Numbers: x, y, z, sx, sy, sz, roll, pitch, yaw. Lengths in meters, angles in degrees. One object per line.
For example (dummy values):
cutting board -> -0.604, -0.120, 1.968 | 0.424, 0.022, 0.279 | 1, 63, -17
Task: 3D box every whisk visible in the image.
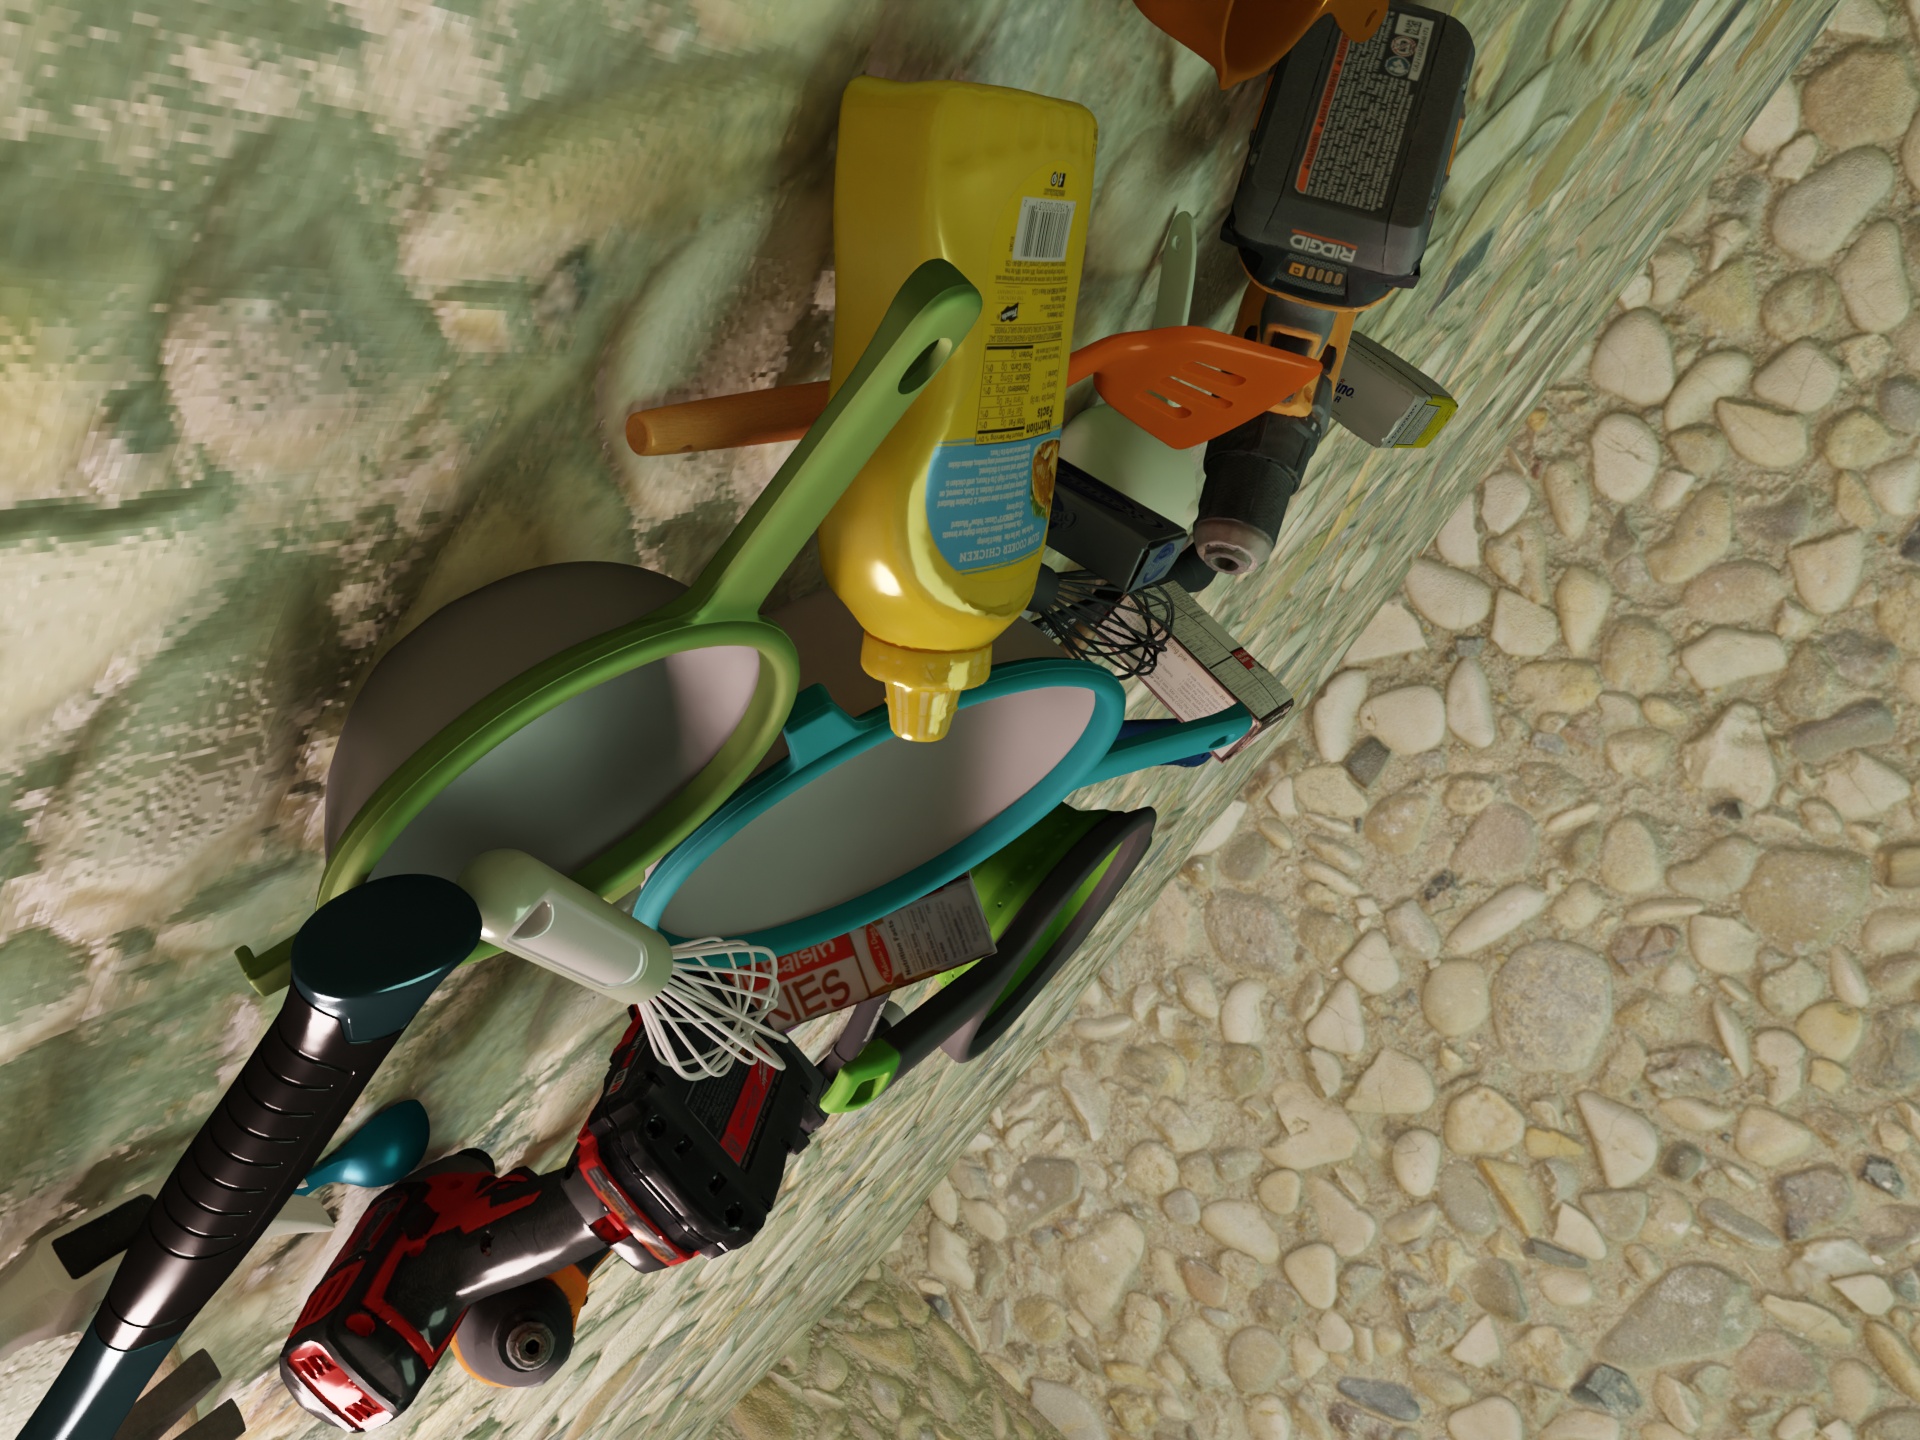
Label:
whisk -> 0.038, -0.064, 0.739 | 0.055, 0.055, 0.238 | -53, 147, 12
whisk -> -0.102, 0.082, 0.516 | 0.058, 0.059, 0.246 | -49, 161, -9

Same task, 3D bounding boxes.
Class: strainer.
strainer -> -0.001, -0.002, 0.676 | 0.340, 0.095, 0.211 | -12, 154, -43
strainer -> -0.092, -0.034, 0.430 | 0.256, 0.069, 0.151 | -48, 162, 24

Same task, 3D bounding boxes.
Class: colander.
colander -> -0.004, 0.126, 0.953 | 0.204, 0.094, 0.397 | -58, 165, 22

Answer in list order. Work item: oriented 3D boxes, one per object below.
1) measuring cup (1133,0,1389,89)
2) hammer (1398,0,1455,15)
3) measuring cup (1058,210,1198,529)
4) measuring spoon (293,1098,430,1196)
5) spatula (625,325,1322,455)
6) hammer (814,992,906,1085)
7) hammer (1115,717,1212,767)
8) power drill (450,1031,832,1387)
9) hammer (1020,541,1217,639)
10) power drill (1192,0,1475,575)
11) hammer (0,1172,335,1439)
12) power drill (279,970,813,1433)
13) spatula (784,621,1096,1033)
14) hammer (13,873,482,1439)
measuring cup -> 0.108, -0.263, 0.537 | 0.095, 0.052, 0.173 | -57, 166, 23
hammer -> 0.216, -0.343, 0.695 | 0.146, 0.038, 0.410 | -47, 166, -19
measuring cup -> 0.078, -0.150, 0.734 | 0.038, 0.083, 0.167 | -16, 131, -28
measuring spoon -> -0.261, 0.195, 0.631 | 0.128, 0.021, 0.042 | -32, 157, -51
spatula -> 0.016, -0.113, 0.572 | 0.322, 0.041, 0.081 | -20, 176, -46
hammer -> -0.062, 0.199, 1.222 | 0.146, 0.035, 0.334 | -40, 162, -38
hammer -> 0.068, 0.017, 0.922 | 0.144, 0.035, 0.405 | -55, 158, 16
power drill -> -0.175, 0.254, 0.843 | 0.226, 0.084, 0.164 | -43, -172, -23
hammer -> 0.080, -0.064, 0.988 | 0.149, 0.036, 0.409 | -56, 165, 27
power drill -> 0.154, -0.184, 0.723 | 0.226, 0.084, 0.185 | 85, 23, -72
hammer -> -0.308, 0.257, 0.607 | 0.130, 0.031, 0.331 | -28, 157, -37
power drill -> -0.176, 0.199, 0.675 | 0.219, 0.078, 0.143 | -32, -165, 18
spatula -> -0.017, 0.069, 0.929 | 0.316, 0.018, 0.060 | -54, 166, 18
hammer -> -0.226, 0.161, 0.449 | 0.331, 0.033, 0.128 | -50, 158, 26
